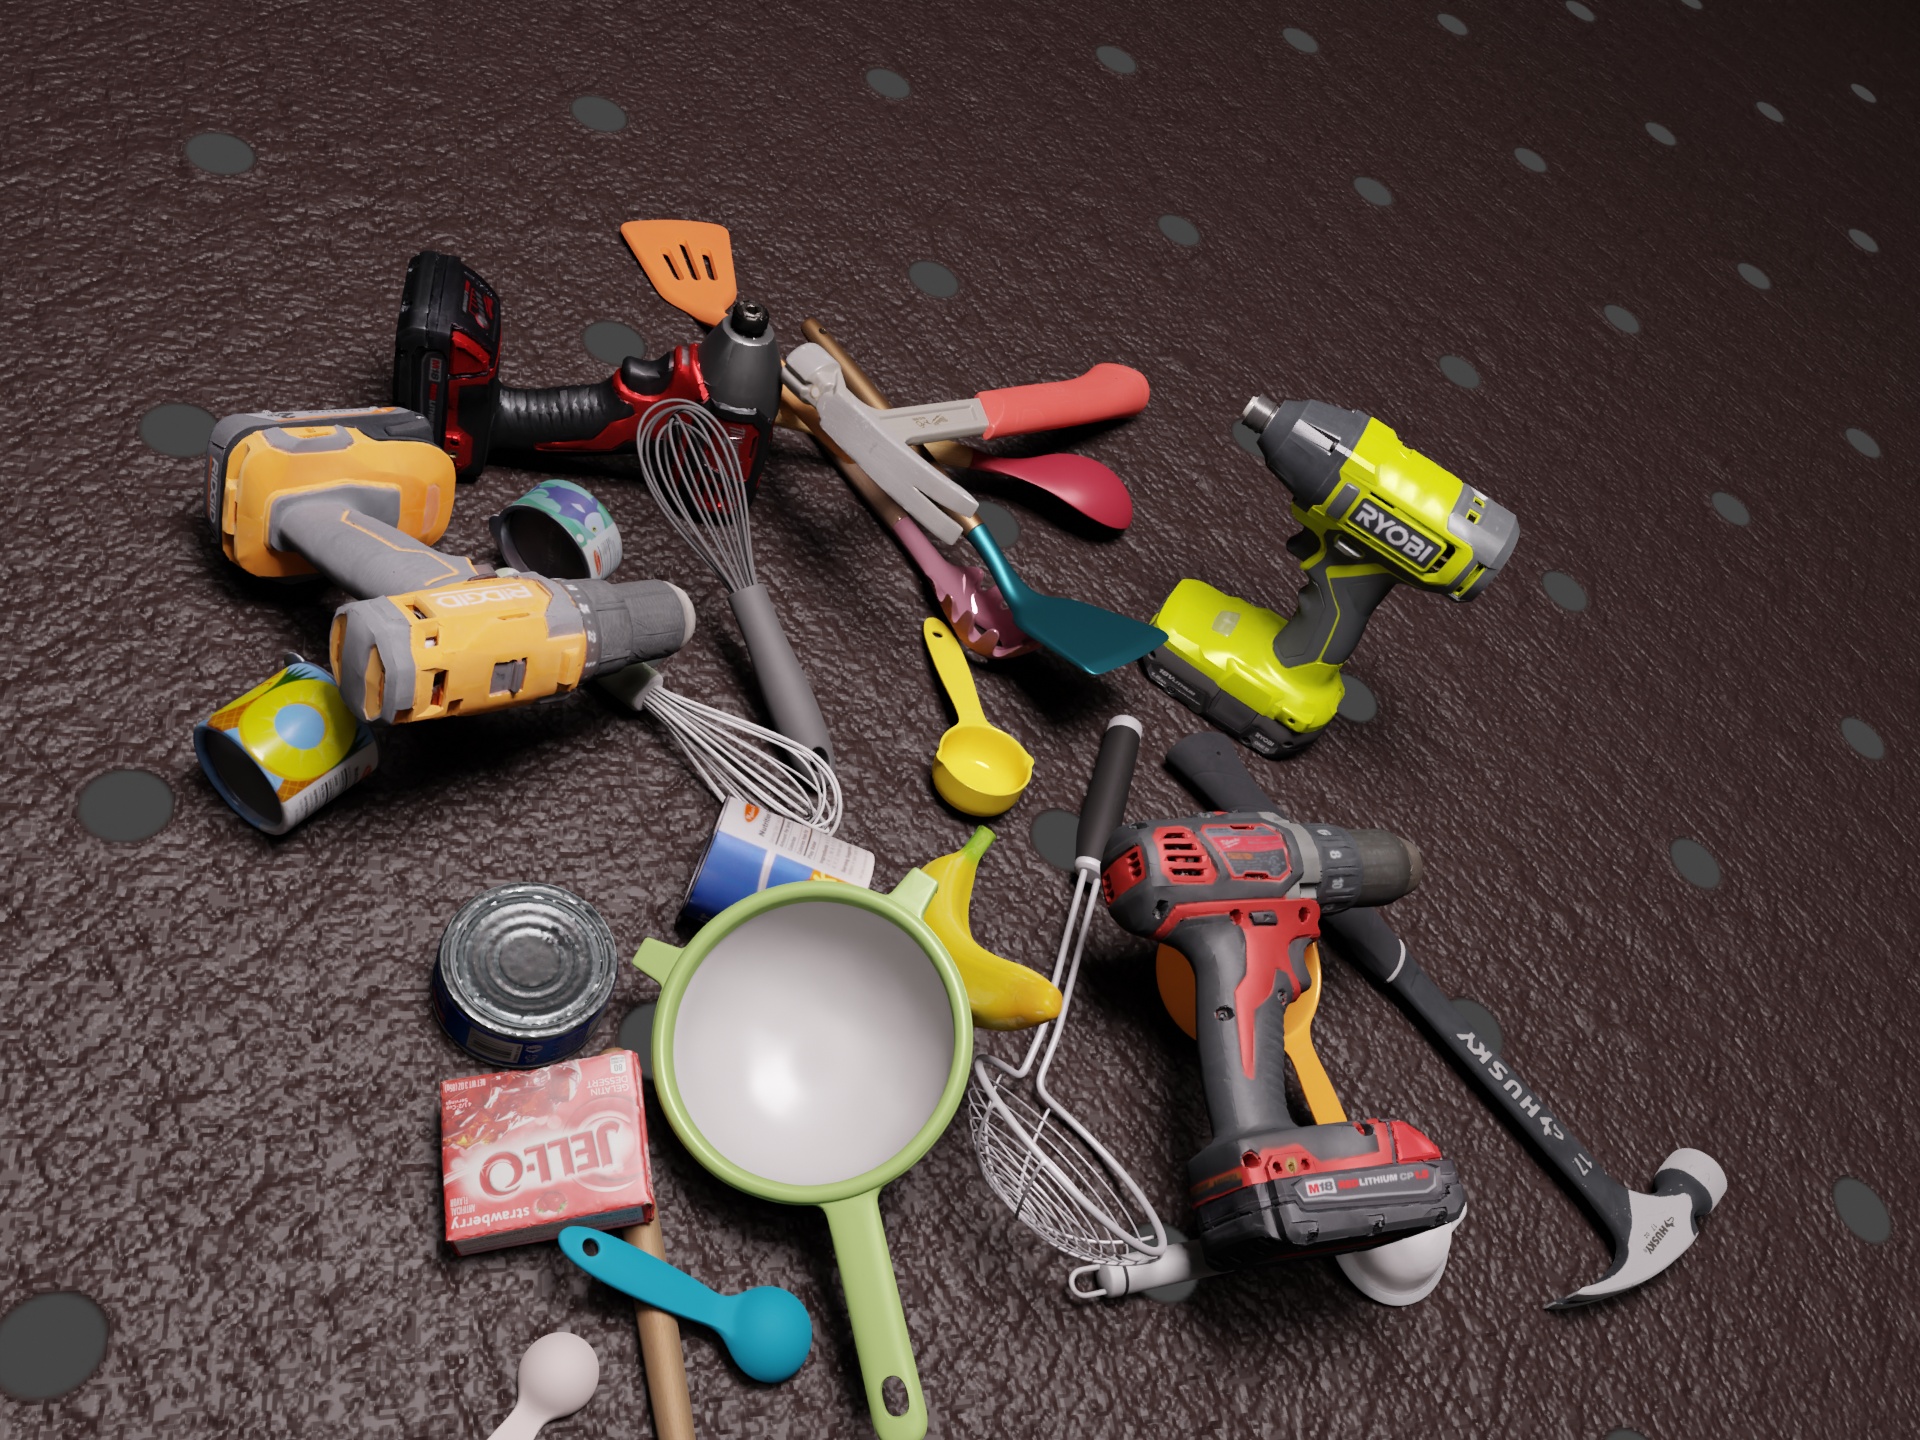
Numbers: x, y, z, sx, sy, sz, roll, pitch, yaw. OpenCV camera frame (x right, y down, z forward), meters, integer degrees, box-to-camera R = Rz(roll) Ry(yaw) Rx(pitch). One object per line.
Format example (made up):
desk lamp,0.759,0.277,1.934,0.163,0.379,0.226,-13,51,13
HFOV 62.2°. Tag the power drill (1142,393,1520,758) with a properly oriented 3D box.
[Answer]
power drill,0.211,-0.090,0.990,0.171,0.223,0.080,34,48,2

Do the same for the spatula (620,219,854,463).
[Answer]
spatula,-0.137,-0.253,1.043,0.081,0.041,0.323,-8,38,-29

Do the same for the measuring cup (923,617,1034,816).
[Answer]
measuring cup,-0.002,-0.003,0.968,0.062,0.029,0.157,3,42,-23

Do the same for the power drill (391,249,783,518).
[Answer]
power drill,-0.215,-0.197,0.935,0.219,0.143,0.079,6,47,-18

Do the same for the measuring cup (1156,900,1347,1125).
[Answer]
measuring cup,0.170,0.179,0.891,0.095,0.052,0.173,-23,88,-36

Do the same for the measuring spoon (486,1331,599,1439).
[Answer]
measuring spoon,-0.191,0.304,0.647,0.034,0.018,0.124,34,49,3

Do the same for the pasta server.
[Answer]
pasta server,-0.051,-0.153,1.044,0.060,0.040,0.316,-18,63,-44

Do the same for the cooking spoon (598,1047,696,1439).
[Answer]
cooking spoon,-0.126,0.291,0.686,0.068,0.017,0.319,0,55,-28

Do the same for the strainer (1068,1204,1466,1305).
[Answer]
strainer,0.173,0.271,0.825,0.258,0.050,0.087,-3,71,-22

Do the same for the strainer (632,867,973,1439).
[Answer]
strainer,-0.055,0.205,0.751,0.151,0.069,0.256,-15,71,-3

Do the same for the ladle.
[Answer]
ladle,-0.019,-0.180,1.058,0.315,0.031,0.069,10,39,-22

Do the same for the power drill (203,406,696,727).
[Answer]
power drill,-0.263,-0.082,0.822,0.185,0.084,0.226,-14,42,-44

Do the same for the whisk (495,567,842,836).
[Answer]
whisk,-0.167,-0.010,0.882,0.246,0.059,0.058,36,14,9

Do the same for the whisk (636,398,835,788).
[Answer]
whisk,-0.124,-0.071,0.905,0.055,0.055,0.239,-22,88,-35

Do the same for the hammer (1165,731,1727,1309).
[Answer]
hammer,0.269,0.162,0.953,0.149,0.036,0.409,-30,70,-36

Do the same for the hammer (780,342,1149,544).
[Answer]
hammer,0.040,-0.197,1.046,0.149,0.036,0.359,45,32,15

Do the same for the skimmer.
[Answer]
skimmer,0.082,0.120,0.862,0.127,0.090,0.364,42,43,-23

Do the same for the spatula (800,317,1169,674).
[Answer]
spatula,0.000,-0.145,0.999,0.082,0.044,0.318,-26,72,-43

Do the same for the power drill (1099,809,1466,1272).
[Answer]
power drill,0.180,0.152,0.817,0.187,0.080,0.227,1,62,-24

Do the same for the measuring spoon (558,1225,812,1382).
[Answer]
measuring spoon,-0.117,0.250,0.698,0.128,0.021,0.042,33,38,-19
